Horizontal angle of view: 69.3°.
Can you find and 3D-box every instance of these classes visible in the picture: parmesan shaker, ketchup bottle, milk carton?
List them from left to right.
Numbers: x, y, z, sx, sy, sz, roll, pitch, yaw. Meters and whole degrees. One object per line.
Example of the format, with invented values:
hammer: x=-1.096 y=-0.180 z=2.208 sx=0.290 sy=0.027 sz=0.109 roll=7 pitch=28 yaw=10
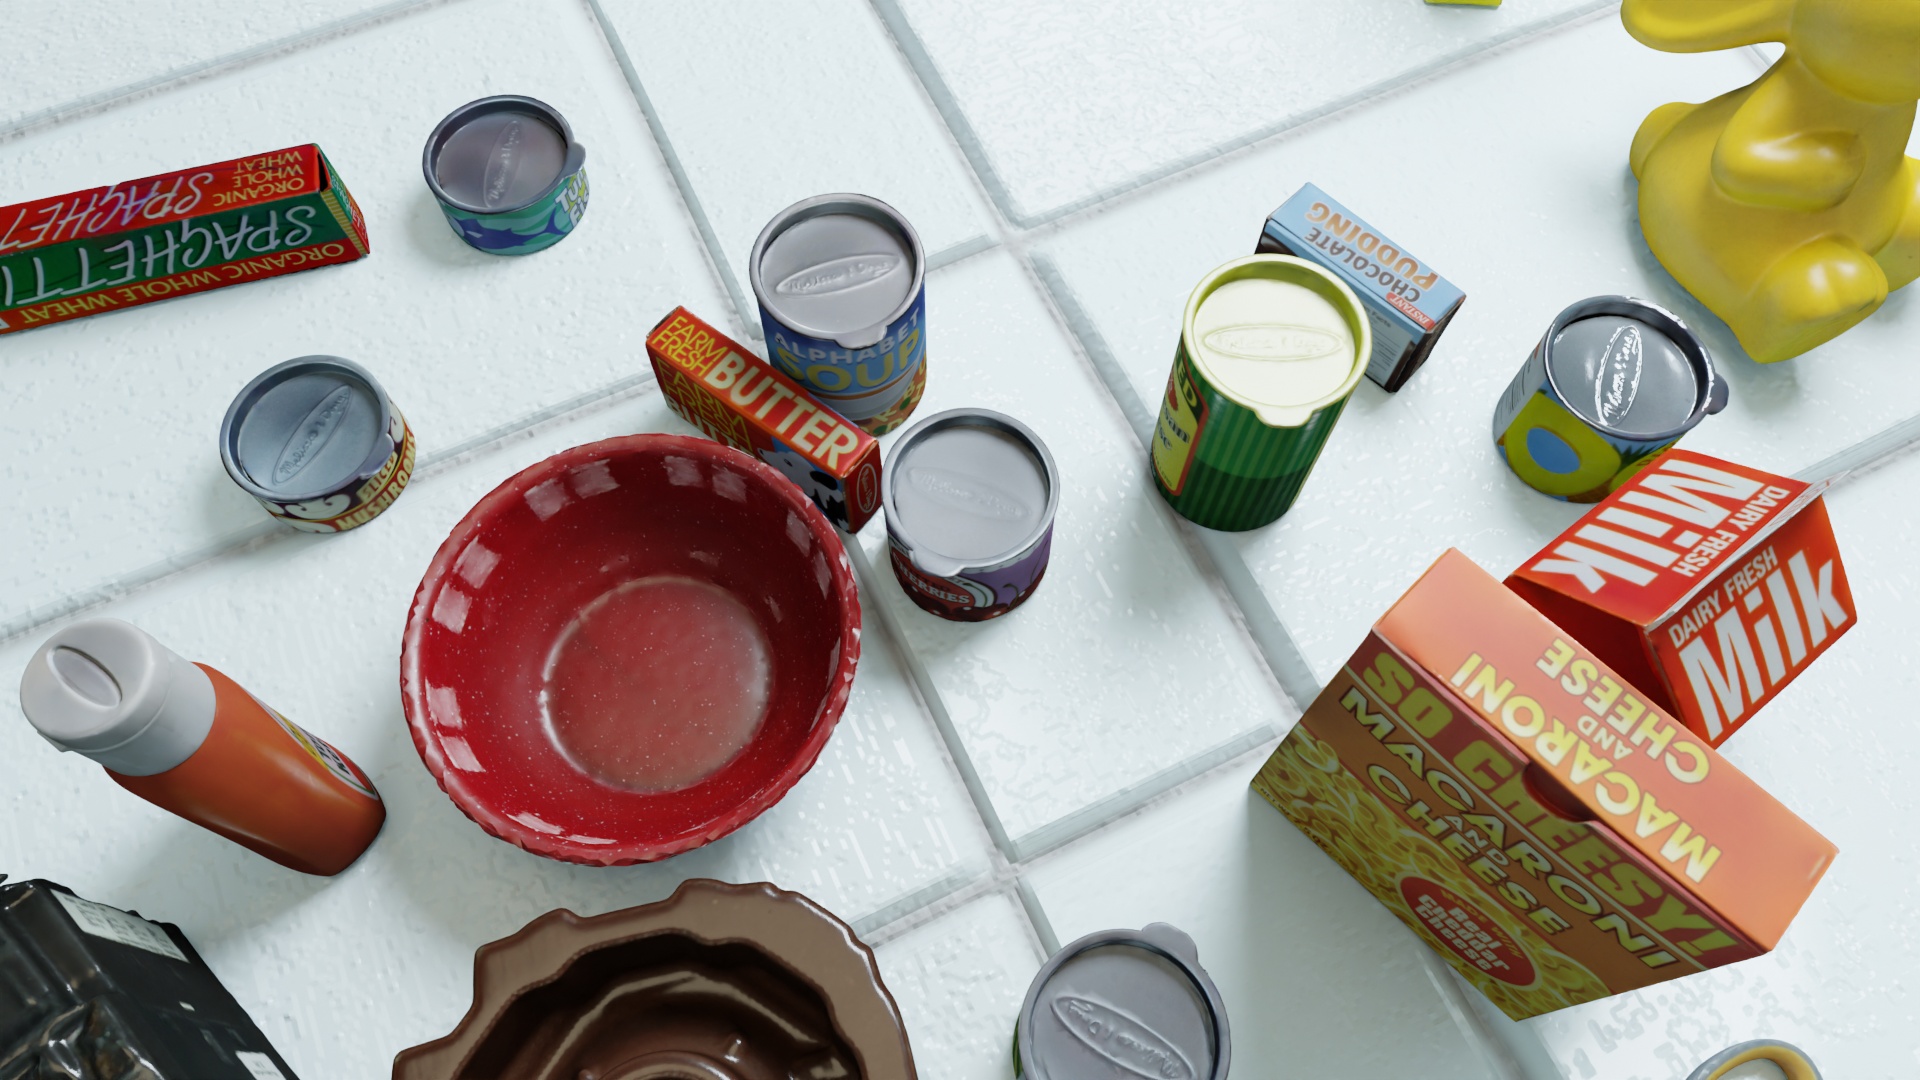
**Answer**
ketchup bottle: x=-0.241 y=0.068 z=0.448 sx=0.065 sy=0.148 sz=0.044 roll=32 pitch=69 yaw=13
parmesan shaker: x=0.110 y=-0.050 z=0.531 sx=0.071 sy=0.102 sz=0.071 roll=0 pitch=66 yaw=0
milk carton: x=0.205 y=0.038 z=0.443 sx=0.072 sy=0.189 sz=0.073 roll=-35 pitch=70 yaw=-15

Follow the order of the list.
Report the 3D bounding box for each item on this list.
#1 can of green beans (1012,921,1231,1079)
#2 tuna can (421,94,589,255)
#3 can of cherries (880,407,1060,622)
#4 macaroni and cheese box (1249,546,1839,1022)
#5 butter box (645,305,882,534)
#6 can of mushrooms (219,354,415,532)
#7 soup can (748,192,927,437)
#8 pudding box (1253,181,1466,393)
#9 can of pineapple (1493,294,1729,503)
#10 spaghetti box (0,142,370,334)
can of green beans: x=0.051 y=0.166 z=0.456 sx=0.071 sy=0.057 sz=0.071 roll=0 pitch=65 yaw=0
tuna can: x=-0.198 y=-0.162 z=0.618 sx=0.071 sy=0.032 sz=0.071 roll=0 pitch=65 yaw=0
can of cherries: x=0.002 y=-0.007 z=0.534 sx=0.071 sy=0.058 sz=0.072 roll=0 pitch=65 yaw=0
macaroni and cheese box: x=0.165 y=0.085 z=0.434 sx=0.124 sy=0.165 sz=0.040 roll=42 pitch=72 yaw=17
butter box: x=-0.078 y=-0.047 z=0.555 sx=0.103 sy=0.053 sz=0.024 roll=35 pitch=70 yaw=14
can of mushrooms: x=-0.256 y=-0.038 z=0.560 sx=0.071 sy=0.033 sz=0.071 roll=0 pitch=65 yaw=0
soup can: x=-0.046 y=-0.084 z=0.556 sx=0.071 sy=0.083 sz=0.071 roll=0 pitch=66 yaw=0
pudding box: x=0.164 y=-0.107 z=0.586 sx=0.084 sy=0.049 sz=0.030 roll=41 pitch=72 yaw=16
can of pineapple: x=0.258 y=-0.054 z=0.559 sx=0.071 sy=0.057 sz=0.071 roll=0 pitch=65 yaw=0
spaghetti box: x=-0.384 y=-0.117 z=0.586 sx=0.250 sy=0.050 sz=0.029 roll=-14 pitch=67 yaw=-7
